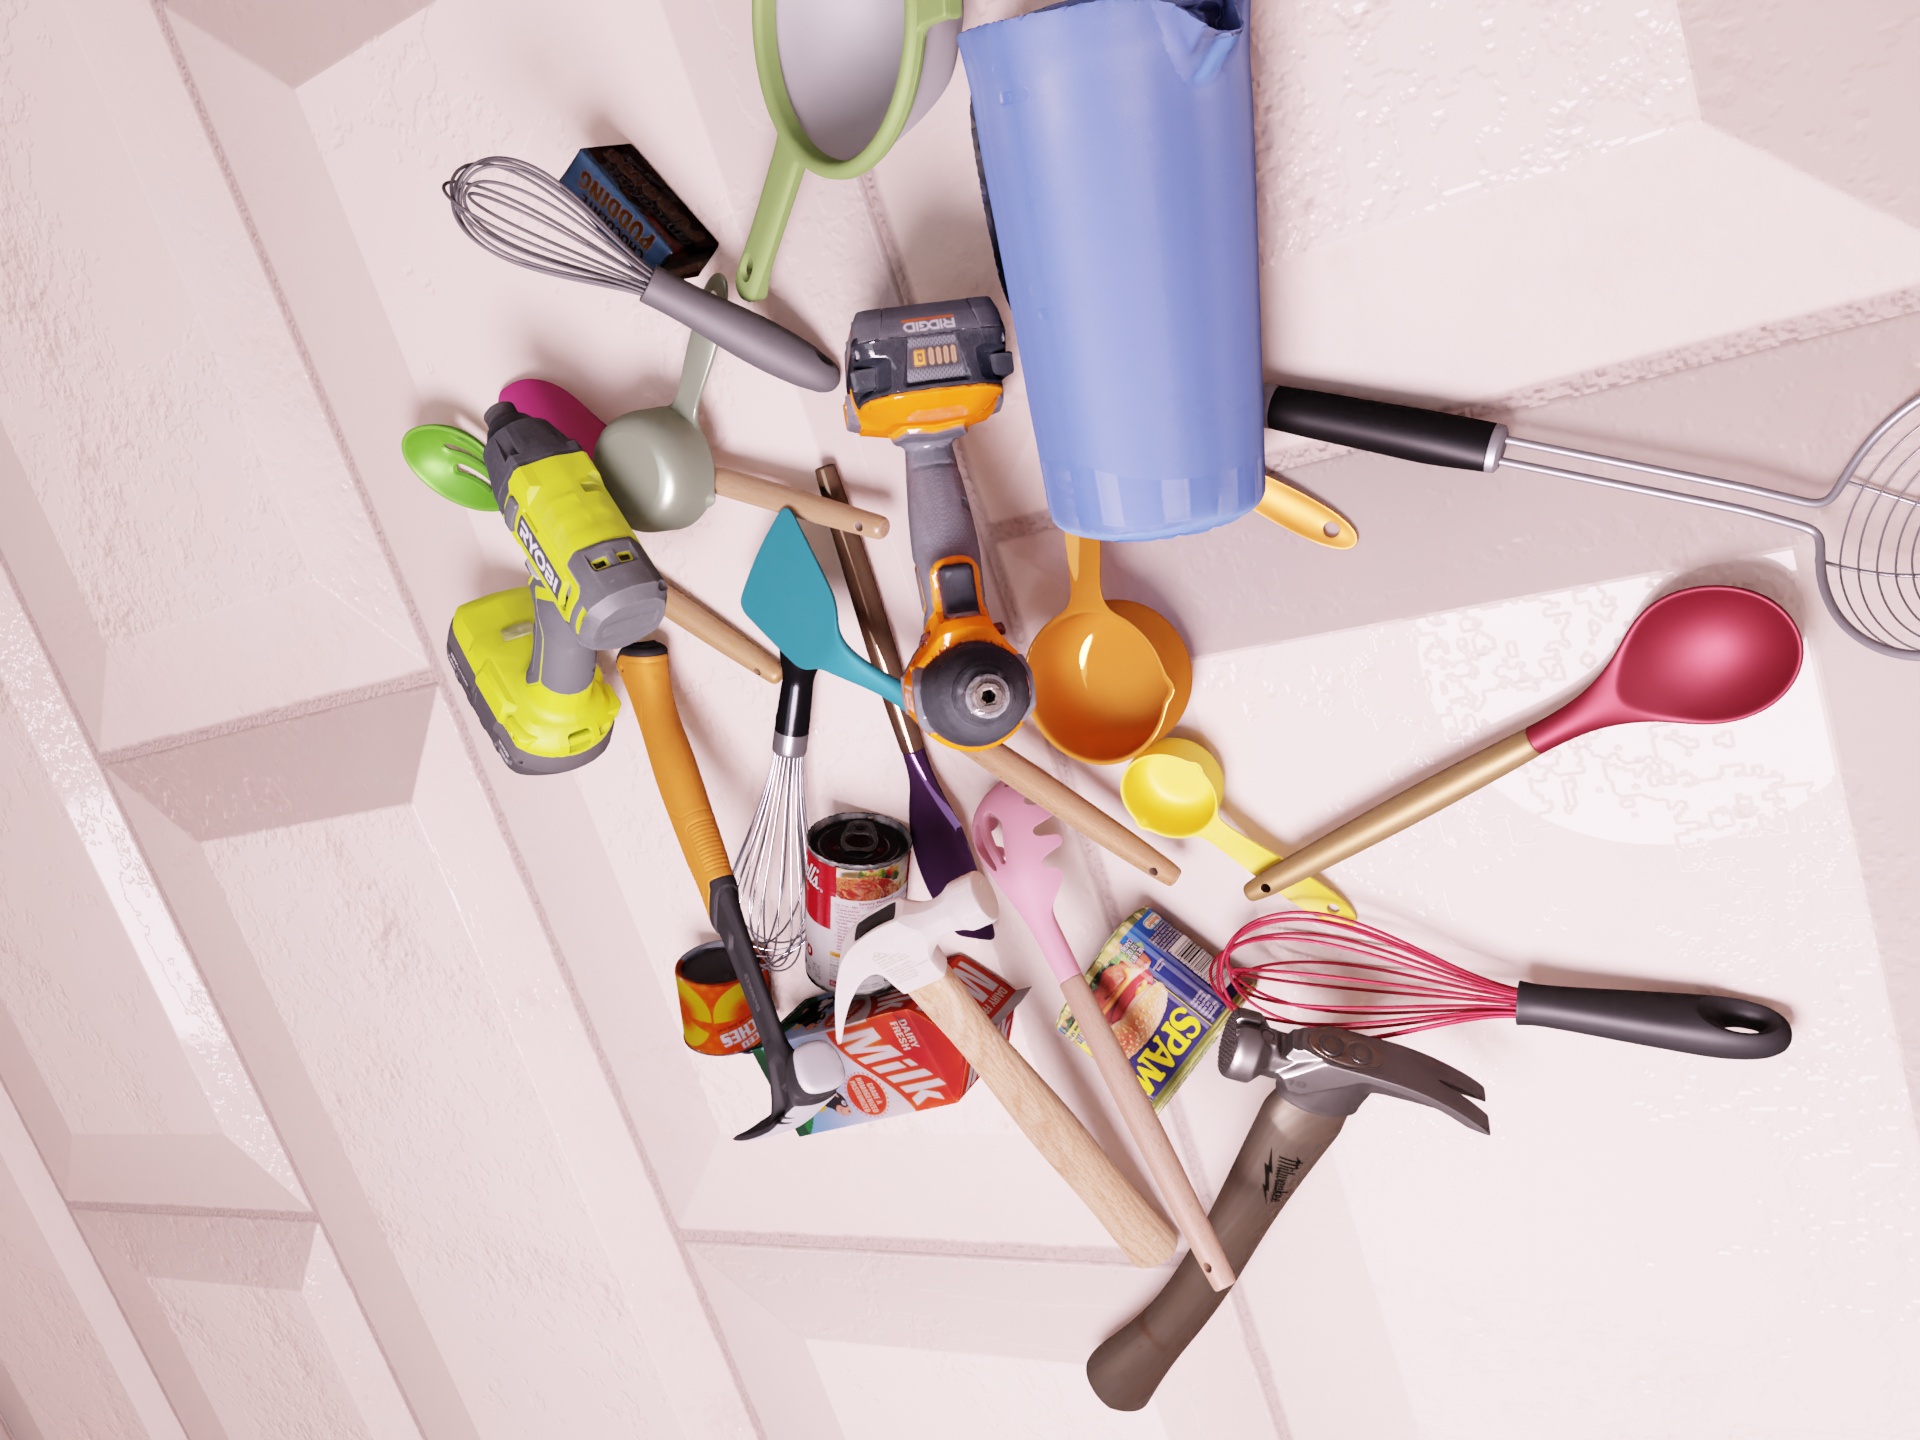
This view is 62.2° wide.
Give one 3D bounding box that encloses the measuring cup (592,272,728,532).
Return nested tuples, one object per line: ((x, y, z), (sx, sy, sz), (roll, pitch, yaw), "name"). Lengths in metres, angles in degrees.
((-0.175, -0.188, 0.948), (0.083, 0.038, 0.167), (36, 122, 20), "measuring cup")

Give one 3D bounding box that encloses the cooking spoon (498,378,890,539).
((-0.177, -0.157, 0.995), (0.319, 0.017, 0.068), (20, 117, 28), "cooking spoon")

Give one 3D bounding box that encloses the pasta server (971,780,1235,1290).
((0.081, 0.171, 0.914), (0.060, 0.040, 0.316), (-46, 63, 43), "pasta server")

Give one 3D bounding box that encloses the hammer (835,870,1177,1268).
((0.038, 0.231, 0.973), (0.130, 0.031, 0.331), (-26, 118, 20), "hammer")

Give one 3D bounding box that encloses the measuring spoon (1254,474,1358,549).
((0.155, -0.121, 0.830), (0.117, 0.011, 0.021), (31, 119, 12), "measuring spoon")

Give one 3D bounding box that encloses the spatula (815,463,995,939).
((-0.038, -0.006, 0.991), (0.060, 0.018, 0.315), (1, 112, 49), "spatula")

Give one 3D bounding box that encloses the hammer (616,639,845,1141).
((-0.161, 0.099, 1.021), (0.127, 0.034, 0.337), (-51, 56, 51), "hammer")

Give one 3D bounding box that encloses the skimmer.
((0.293, -0.118, 0.697), (0.363, 0.090, 0.127), (17, 87, 27), "skimmer")

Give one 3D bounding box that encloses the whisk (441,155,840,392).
((-0.174, -0.245, 0.892), (0.238, 0.055, 0.055), (25, 129, -19), "whisk")

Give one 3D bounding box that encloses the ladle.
((0.268, 0.024, 0.805), (0.315, 0.031, 0.069), (-35, 91, 35), "ladle")

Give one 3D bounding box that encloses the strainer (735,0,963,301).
((-0.059, -0.321, 0.834), (0.152, 0.069, 0.256), (60, 145, 22), "strainer")

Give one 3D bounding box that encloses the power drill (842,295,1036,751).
((-0.006, -0.096, 0.823), (0.084, 0.164, 0.226), (-8, 95, -6), "power drill")

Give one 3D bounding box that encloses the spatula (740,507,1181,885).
((-0.001, -0.003, 0.936), (0.317, 0.044, 0.082), (35, 126, 5), "spatula")

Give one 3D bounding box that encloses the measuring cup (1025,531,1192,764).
((0.081, -0.065, 0.876), (0.095, 0.052, 0.173), (1, 102, 32), "measuring cup")

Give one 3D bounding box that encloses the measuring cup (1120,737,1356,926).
((0.162, 0.064, 0.904), (0.156, 0.029, 0.062), (35, 130, -1), "measuring cup")

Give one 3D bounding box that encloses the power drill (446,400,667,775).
((-0.264, -0.079, 1.011), (0.171, 0.080, 0.223), (56, 145, 18), "power drill")

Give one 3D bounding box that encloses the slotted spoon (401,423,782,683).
((-0.245, -0.111, 1.062), (0.314, 0.031, 0.070), (33, 142, 12), "slotted spoon")

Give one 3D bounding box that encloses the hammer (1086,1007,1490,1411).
((0.170, 0.323, 0.971), (0.146, 0.038, 0.410), (16, 131, -2), "hammer")

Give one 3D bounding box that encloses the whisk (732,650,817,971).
((-0.115, 0.043, 1.036), (0.070, 0.070, 0.284), (19, 115, 23), "whisk")

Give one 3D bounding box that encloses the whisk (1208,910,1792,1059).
((0.277, 0.147, 0.847), (0.296, 0.073, 0.073), (4, 113, 24), "whisk")
